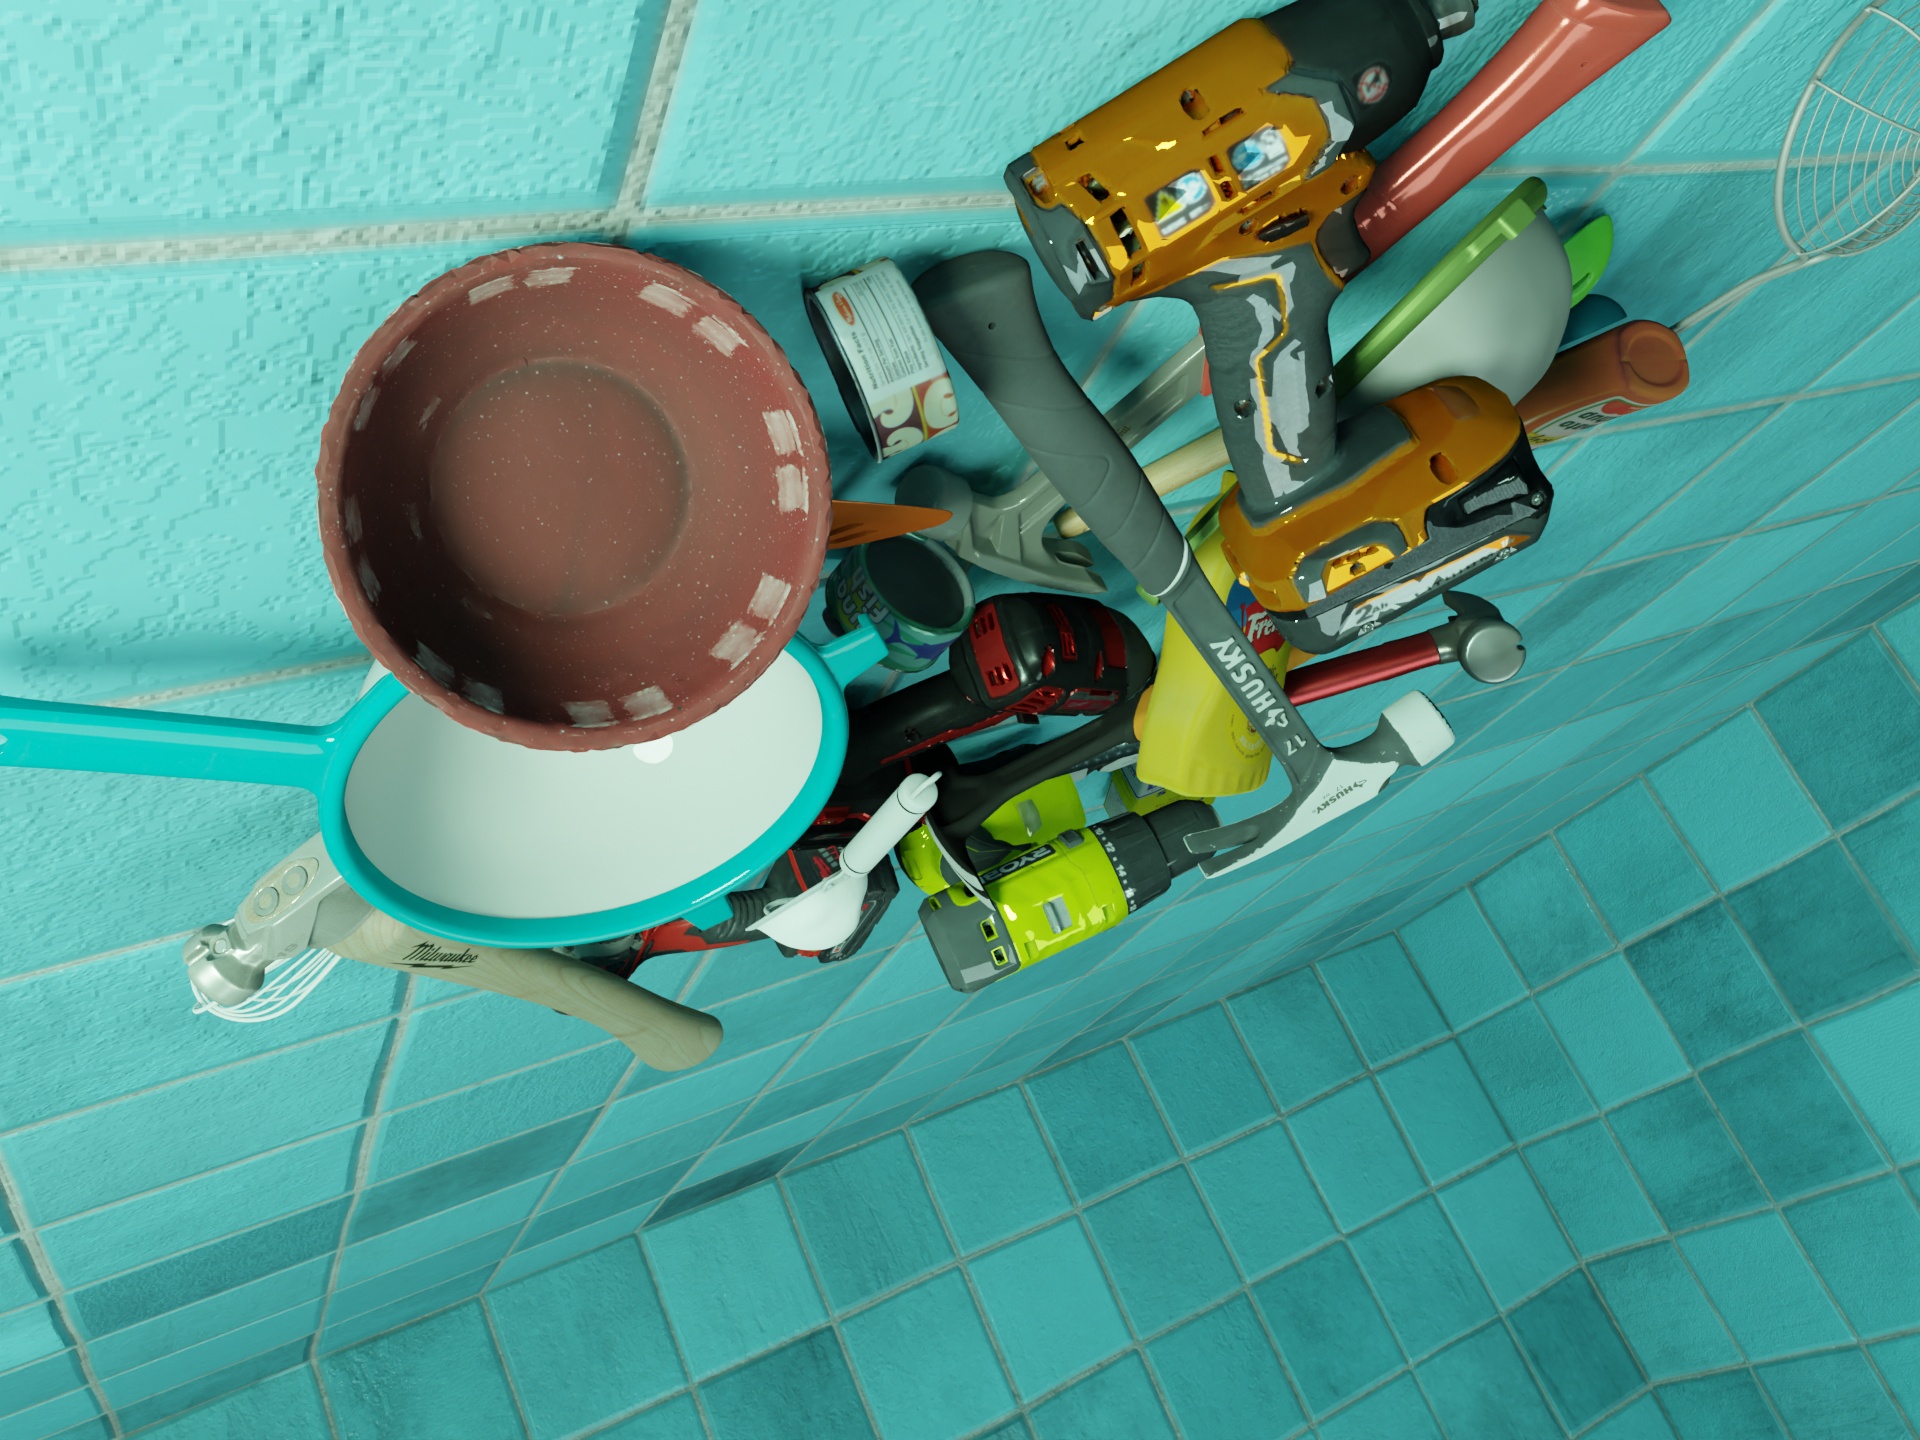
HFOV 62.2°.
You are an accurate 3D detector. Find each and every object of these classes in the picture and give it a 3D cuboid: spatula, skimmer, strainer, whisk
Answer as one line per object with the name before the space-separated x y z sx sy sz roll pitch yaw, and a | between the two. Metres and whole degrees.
spatula | -0.124 -0.025 0.761 0.081 0.041 0.322 -1 151 -40
skimmer | 0.374 -0.237 0.857 0.127 0.090 0.363 -10 166 -30
strainer | -0.059 0.082 0.877 0.087 0.050 0.258 -29 169 -31
whisk | -0.299 0.085 0.826 0.246 0.057 0.059 -32 -165 7
strainer | -0.213 -0.009 0.632 0.340 0.095 0.211 6 133 -33
strainer | 0.186 -0.127 0.728 0.256 0.069 0.151 -47 177 28

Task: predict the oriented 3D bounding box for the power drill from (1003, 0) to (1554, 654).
power drill | 0.137 -0.148 0.585 0.164 0.084 0.226 -29 125 11

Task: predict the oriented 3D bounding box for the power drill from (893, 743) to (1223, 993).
power drill | 0.053 0.084 1.041 0.190 0.080 0.229 -24 -165 -8

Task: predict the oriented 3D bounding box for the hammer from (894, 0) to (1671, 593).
hammer | 0.138 -0.176 0.687 0.359 0.037 0.149 -38 151 29

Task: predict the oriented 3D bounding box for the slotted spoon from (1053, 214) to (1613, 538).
slotted spoon | 0.190 -0.167 0.810 0.314 0.031 0.070 -26 170 6

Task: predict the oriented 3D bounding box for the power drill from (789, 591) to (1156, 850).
power drill | -0.001 -0.003 0.866 0.219 0.079 0.143 -27 163 35

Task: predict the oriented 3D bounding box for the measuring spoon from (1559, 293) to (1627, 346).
measuring spoon | 0.289 -0.198 0.851 0.128 0.021 0.042 -19 -173 36

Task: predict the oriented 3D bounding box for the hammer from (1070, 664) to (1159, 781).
hammer | 0.159 -0.051 1.064 0.146 0.035 0.334 -19 160 -18

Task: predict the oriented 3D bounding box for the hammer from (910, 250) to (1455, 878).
hammer | 0.096 -0.057 0.717 0.149 0.036 0.408 -36 134 9

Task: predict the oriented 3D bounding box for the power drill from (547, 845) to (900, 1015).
power drill | -0.157 0.110 1.027 0.226 0.080 0.187 -9 150 -30

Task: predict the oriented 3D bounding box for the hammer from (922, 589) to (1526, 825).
hammer | 0.153 -0.007 1.026 0.386 0.038 0.143 -16 -168 8

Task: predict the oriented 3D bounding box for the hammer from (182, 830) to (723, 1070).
hammer | -0.232 0.139 0.901 0.146 0.038 0.410 -36 152 4

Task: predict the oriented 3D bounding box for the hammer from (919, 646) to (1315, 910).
hammer | 0.132 -0.010 0.952 0.337 0.127 0.034 -28 131 1
